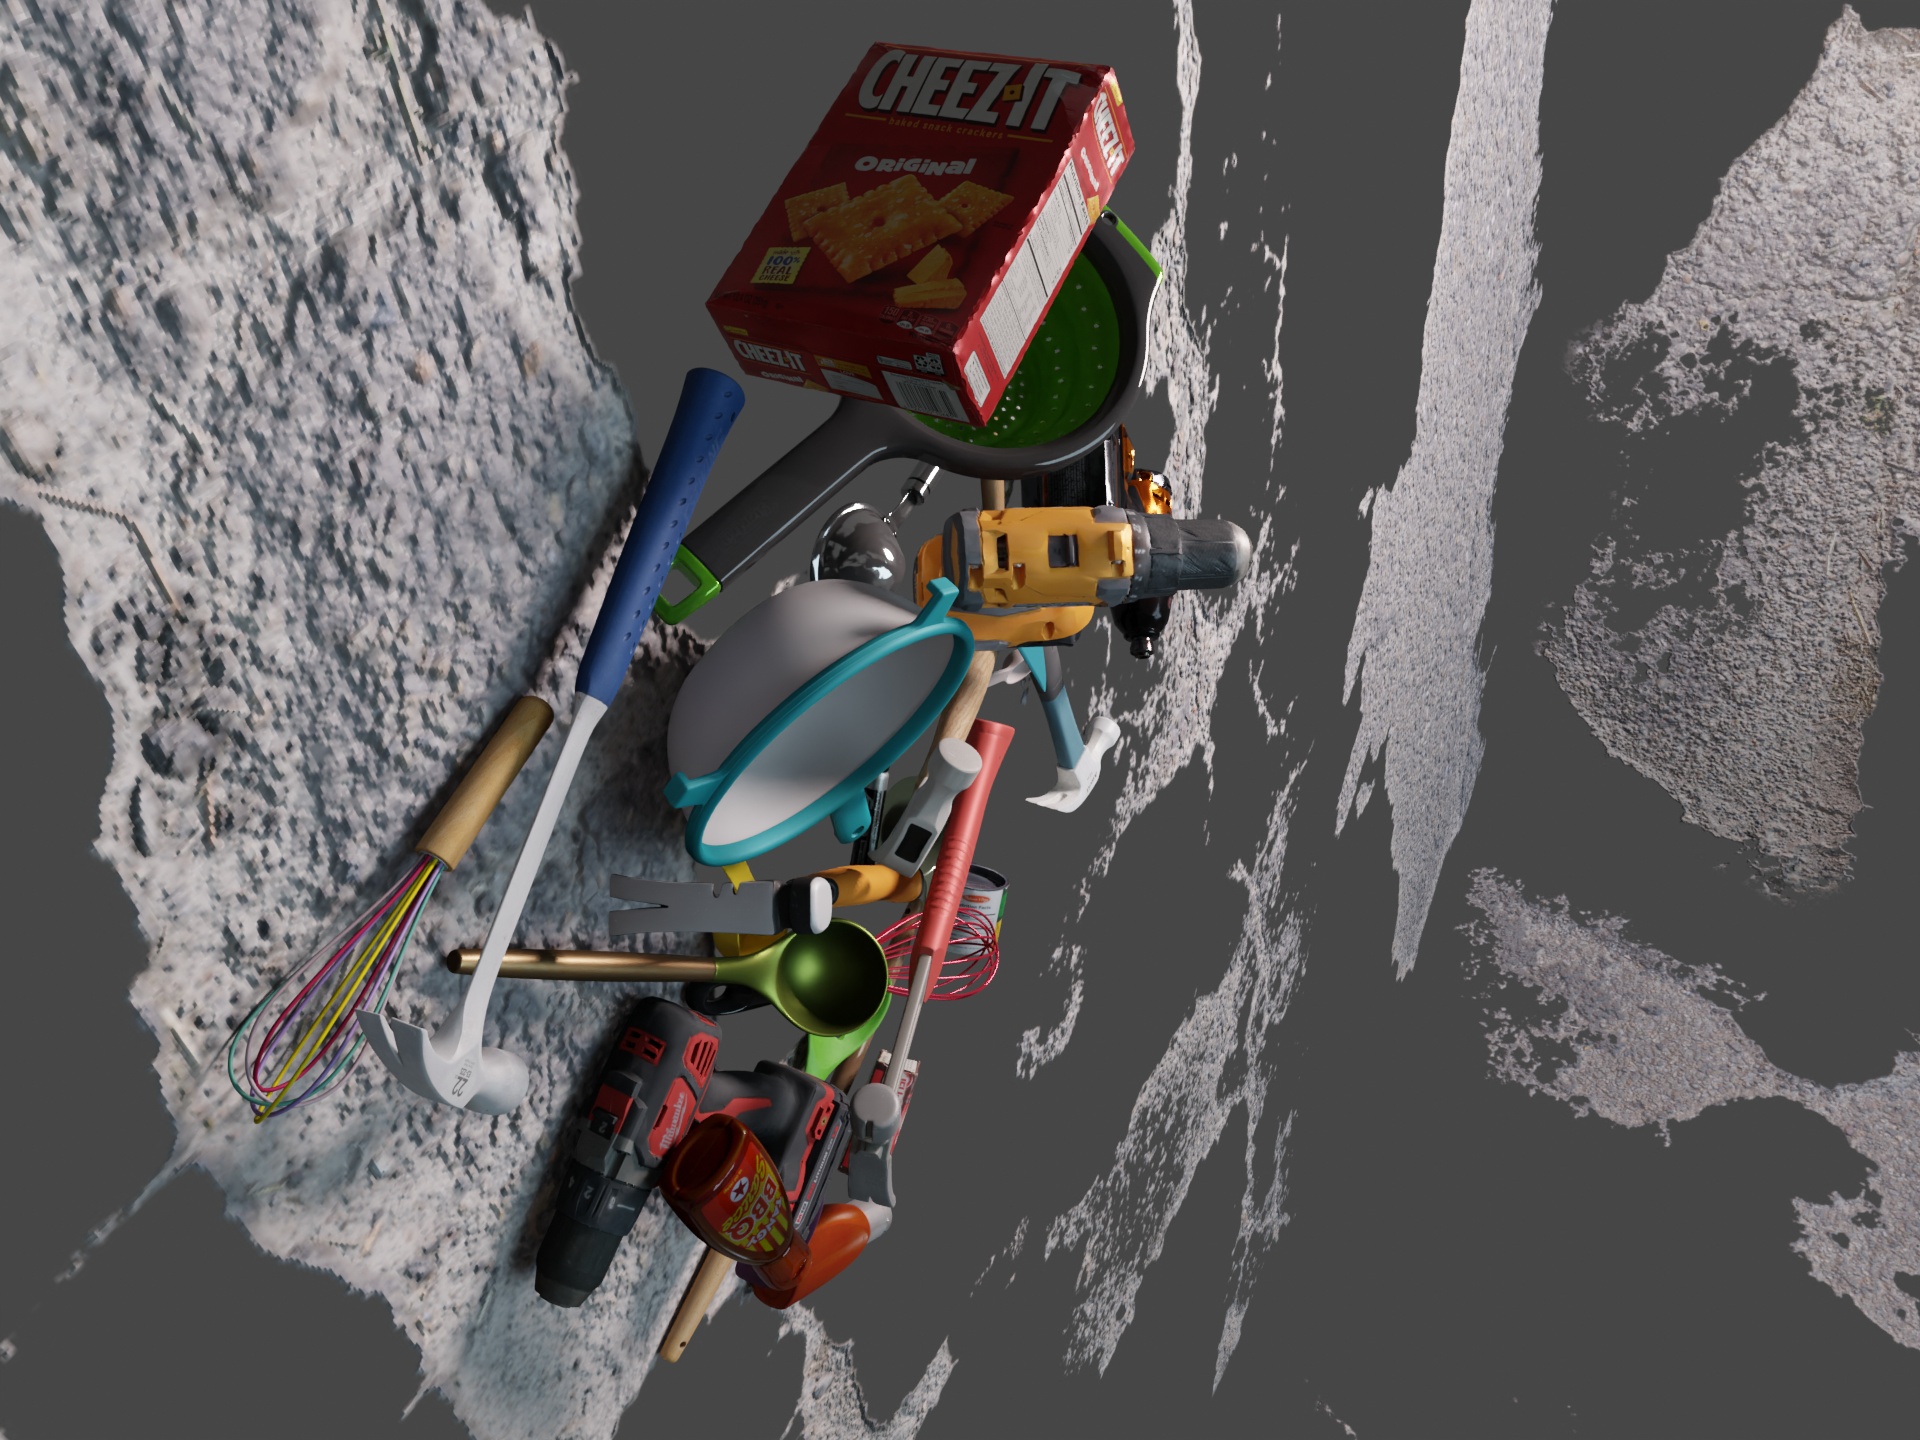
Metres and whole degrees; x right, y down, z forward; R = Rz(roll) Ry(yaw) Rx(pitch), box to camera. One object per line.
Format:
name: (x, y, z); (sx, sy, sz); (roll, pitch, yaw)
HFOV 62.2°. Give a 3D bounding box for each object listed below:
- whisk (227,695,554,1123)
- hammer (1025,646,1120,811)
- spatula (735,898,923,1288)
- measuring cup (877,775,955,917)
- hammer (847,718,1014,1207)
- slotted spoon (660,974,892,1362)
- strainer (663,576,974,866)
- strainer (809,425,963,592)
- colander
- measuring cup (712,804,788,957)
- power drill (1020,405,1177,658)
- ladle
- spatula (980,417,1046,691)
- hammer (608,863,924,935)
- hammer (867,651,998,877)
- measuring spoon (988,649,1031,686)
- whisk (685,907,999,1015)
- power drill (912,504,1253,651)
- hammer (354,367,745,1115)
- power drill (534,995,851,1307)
whisk: (-0.273, 0.086, 0.780); (0.047, 0.051, 0.245); (102, 14, -60)
hammer: (0.076, -0.037, 1.370); (0.128, 0.033, 0.330); (-60, 150, -27)
spatula: (-0.090, 0.279, 1.222); (0.018, 0.060, 0.316); (47, 57, -43)
measuring cup: (-0.037, 0.118, 1.239); (0.083, 0.038, 0.167); (-39, 140, -48)
hammer: (-0.018, 0.149, 1.108); (0.149, 0.037, 0.359); (94, 10, -53)
slotted spoon: (-0.139, 0.319, 1.171); (0.070, 0.031, 0.314); (44, 67, -43)
strainer: (-0.100, 0.004, 1.006); (0.211, 0.095, 0.340); (-38, 167, -11)
strainer: (-0.034, -0.153, 1.093); (0.258, 0.050, 0.086); (-61, 141, -31)
colander: (-0.045, -0.184, 0.990); (0.397, 0.204, 0.094); (-44, 178, -20)
measuring cup: (-0.154, 0.095, 1.026); (0.062, 0.029, 0.156); (-55, 138, -40)
power drill: (0.122, -0.150, 1.300); (0.226, 0.084, 0.164); (27, 59, -64)
ladle: (-0.162, 0.150, 0.952); (0.320, 0.062, 0.078); (14, 82, -52)
spatula: (0.034, -0.174, 1.146); (0.082, 0.044, 0.317); (-88, 174, -60)
hammer: (-0.096, 0.110, 1.018); (0.336, 0.127, 0.034); (13, 76, -75)
hammer: (-0.002, -0.004, 1.118); (0.130, 0.031, 0.331); (-60, -175, 30)
measuring spoon: (0.013, -0.035, 1.252); (0.124, 0.018, 0.034); (-19, 152, -39)
whisk: (-0.076, 0.177, 1.140); (0.295, 0.073, 0.073); (-1, 106, -47)
power drill: (0.067, -0.094, 1.018); (0.226, 0.185, 0.084); (167, -80, -79)
hammer: (-0.195, -0.002, 0.821); (0.144, 0.035, 0.406); (69, 37, -70)
power drill: (-0.175, 0.292, 1.037); (0.226, 0.080, 0.188); (43, 66, -57)
